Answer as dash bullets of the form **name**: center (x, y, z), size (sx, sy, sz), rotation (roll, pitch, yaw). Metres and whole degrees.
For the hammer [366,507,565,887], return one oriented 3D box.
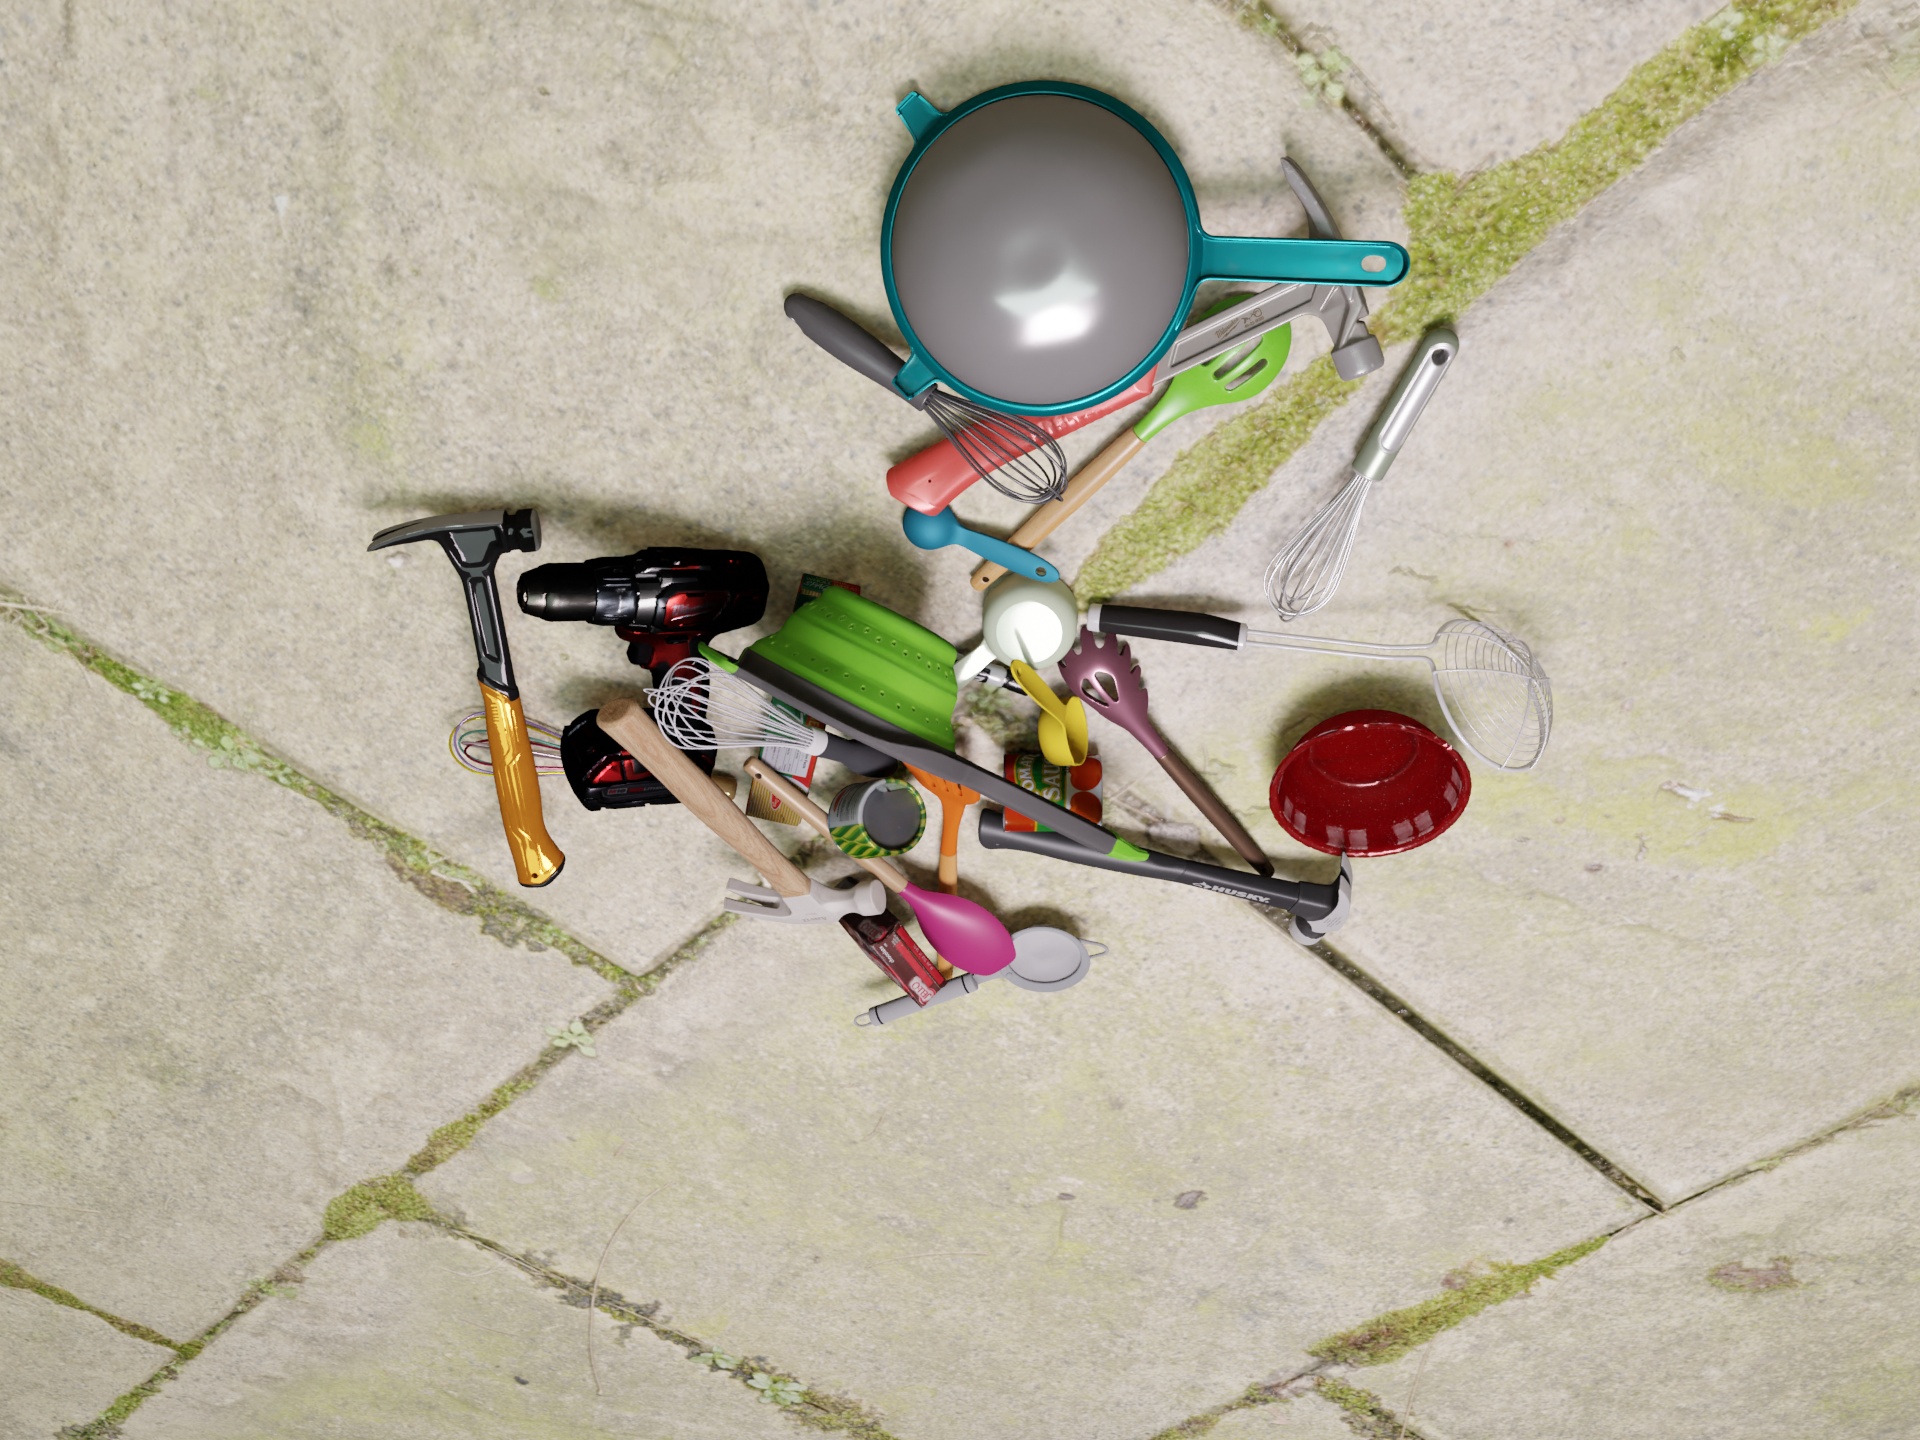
- **hammer**: center (-0.379, -0.008, 1.288), size (0.127, 0.034, 0.336), rotation (-7, 119, -6)

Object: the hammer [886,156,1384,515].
- **hammer**: center (0.100, -0.241, 1.105), size (0.359, 0.037, 0.149), rotation (-21, 100, 25)

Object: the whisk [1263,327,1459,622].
- **whisk**: center (0.291, -0.173, 1.157), size (0.057, 0.059, 0.246), rotation (18, 122, -11)

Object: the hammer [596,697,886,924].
- **hammer**: center (-0.190, 0.083, 1.294), size (0.130, 0.031, 0.331), rotation (-11, 142, 22)

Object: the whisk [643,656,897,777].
- **whisk**: center (-0.139, 0.009, 1.256), size (0.070, 0.070, 0.284), rotation (-31, 152, 25)

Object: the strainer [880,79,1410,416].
- **strainer**: center (0.109, -0.288, 0.993), size (0.340, 0.095, 0.211), rotation (4, 108, 8)

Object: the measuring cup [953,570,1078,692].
- **measuring cup**: center (0.021, -0.048, 1.256), size (0.167, 0.038, 0.083), rotation (-39, 107, 17)

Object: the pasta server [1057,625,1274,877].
- **pasta server**: center (0.183, 0.037, 1.345), size (0.060, 0.040, 0.316), rotation (-29, 126, 23)

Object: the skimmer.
- **skimmer**: center (0.280, -0.039, 1.245), size (0.363, 0.127, 0.090), rotation (8, 145, 11)

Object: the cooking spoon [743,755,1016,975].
- **cooking spoon**: center (-0.070, 0.131, 1.393), size (0.068, 0.017, 0.318), rotation (-37, 116, 24)

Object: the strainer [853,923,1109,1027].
- **strainer**: center (0.016, 0.240, 1.488), size (0.258, 0.050, 0.086), rotation (-22, 123, 12)

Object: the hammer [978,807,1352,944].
- **hammer**: center (0.178, 0.126, 1.387), size (0.334, 0.035, 0.146), rotation (13, 153, -1)

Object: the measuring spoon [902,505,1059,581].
- **measuring spoon**: center (0.014, -0.130, 1.205), size (0.128, 0.021, 0.042), rotation (23, 124, 2)

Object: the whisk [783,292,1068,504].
- **whisk**: center (-0.024, -0.224, 1.101), size (0.239, 0.055, 0.055), rotation (35, 125, 1)

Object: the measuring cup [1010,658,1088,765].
- **measuring cup**: center (0.062, -0.010, 1.267), size (0.029, 0.062, 0.156), rotation (-7, 153, 25)

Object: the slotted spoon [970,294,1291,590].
- **slotted spoon**: center (0.115, -0.191, 1.165), size (0.070, 0.031, 0.313), rotation (39, 122, -17)

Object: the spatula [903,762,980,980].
- **spatula**: center (-0.016, 0.139, 1.426), size (0.081, 0.041, 0.322), rotation (18, 133, 19)

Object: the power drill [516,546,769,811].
- **power drill**: center (-0.259, -0.037, 1.241), size (0.187, 0.080, 0.226), rotation (-4, 133, -29)

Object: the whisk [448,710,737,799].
- **whisk**: center (-0.314, 0.041, 1.365), size (0.245, 0.047, 0.051), rotation (12, 127, -10)

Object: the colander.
- **colander**: center (-0.002, -0.004, 1.221), size (0.396, 0.205, 0.094), rotation (27, 90, -22)
